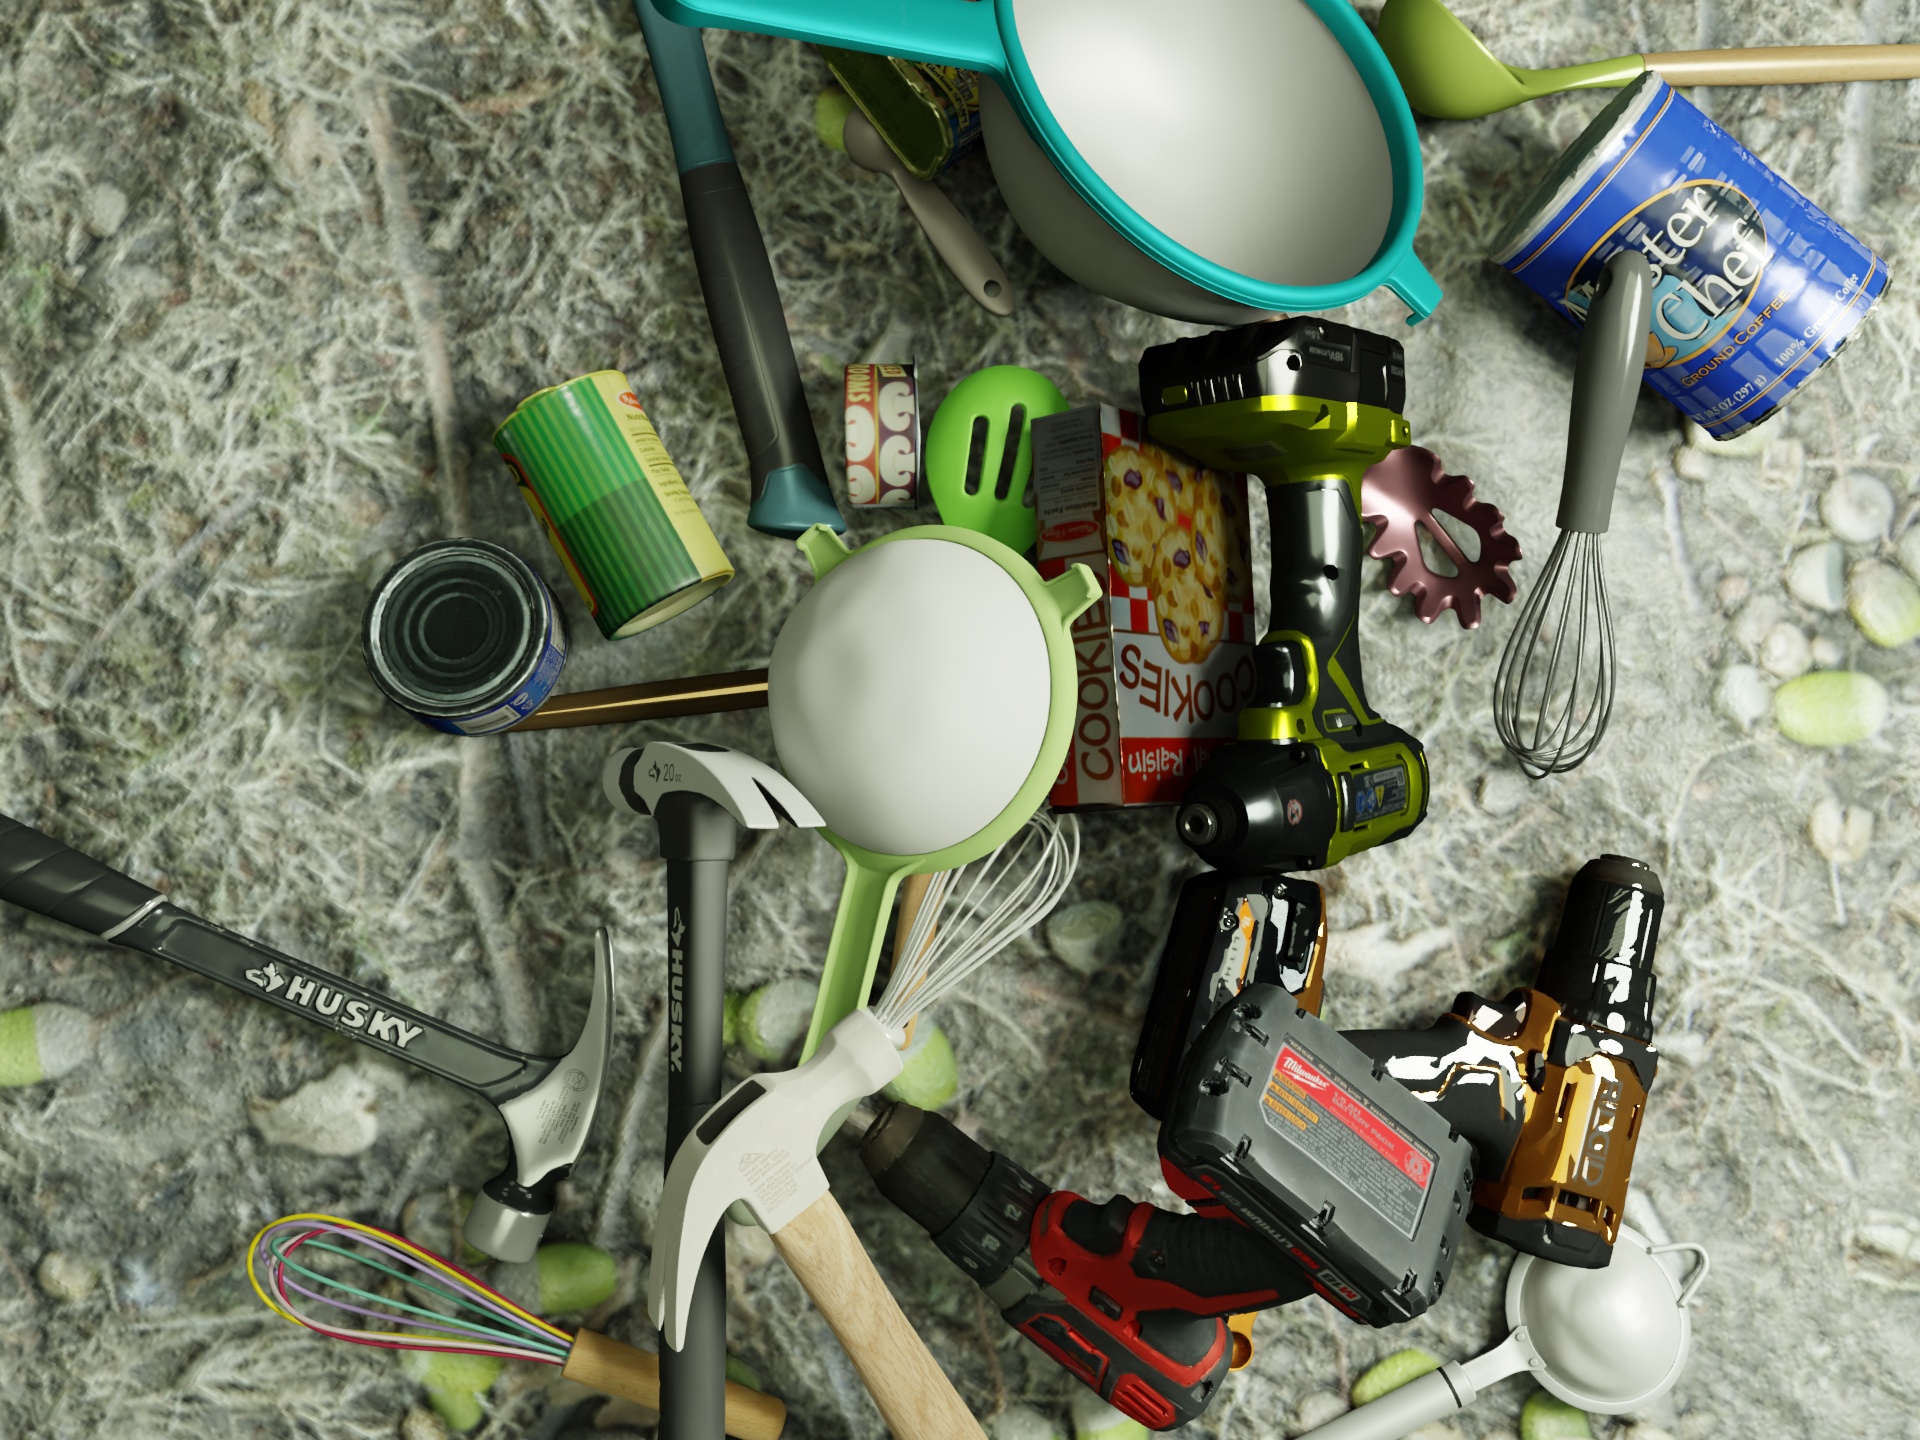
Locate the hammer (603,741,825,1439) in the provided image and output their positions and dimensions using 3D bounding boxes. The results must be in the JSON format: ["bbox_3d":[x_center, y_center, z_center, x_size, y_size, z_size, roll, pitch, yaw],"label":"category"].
[{"bbox_3d":[-0.109,0.176,0.666,0.035,0.146,0.335,2,88,-35],"label":"hammer"}]

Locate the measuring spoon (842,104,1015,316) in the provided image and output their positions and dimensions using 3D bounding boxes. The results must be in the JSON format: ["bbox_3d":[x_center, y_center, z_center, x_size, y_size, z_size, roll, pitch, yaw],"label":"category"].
[{"bbox_3d":[-0.012,-0.244,0.753,0.034,0.018,0.124,-36,89,-5],"label":"measuring spoon"}]

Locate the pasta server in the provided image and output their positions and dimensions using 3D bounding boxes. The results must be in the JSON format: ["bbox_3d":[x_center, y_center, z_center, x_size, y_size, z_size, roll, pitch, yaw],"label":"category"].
[{"bbox_3d":[0.154,-0.177,0.751,0.060,0.040,0.316,-38,88,22],"label":"pasta server"}]

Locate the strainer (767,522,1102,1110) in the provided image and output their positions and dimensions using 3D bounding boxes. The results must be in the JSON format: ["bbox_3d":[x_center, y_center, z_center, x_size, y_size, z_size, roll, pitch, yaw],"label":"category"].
[{"bbox_3d":[-0.045,0.038,0.655,0.151,0.069,0.256,13,89,31],"label":"strainer"}]

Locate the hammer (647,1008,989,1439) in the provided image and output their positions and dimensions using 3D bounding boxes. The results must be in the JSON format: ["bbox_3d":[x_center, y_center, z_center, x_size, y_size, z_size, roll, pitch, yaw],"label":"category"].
[{"bbox_3d":[-0.019,0.285,0.658,0.130,0.031,0.331,-35,111,-21],"label":"hammer"}]

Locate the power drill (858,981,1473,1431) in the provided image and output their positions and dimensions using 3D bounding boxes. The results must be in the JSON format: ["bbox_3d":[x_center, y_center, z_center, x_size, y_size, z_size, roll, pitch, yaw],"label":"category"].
[{"bbox_3d":[0.071,0.194,0.648,0.188,0.226,0.080,39,46,-1],"label":"power drill"}]

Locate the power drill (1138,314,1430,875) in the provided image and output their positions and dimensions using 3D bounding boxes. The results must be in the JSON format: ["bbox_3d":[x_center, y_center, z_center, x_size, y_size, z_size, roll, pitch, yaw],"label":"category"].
[{"bbox_3d":[0.138,-0.049,0.674,0.080,0.171,0.223,-3,92,38],"label":"power drill"}]

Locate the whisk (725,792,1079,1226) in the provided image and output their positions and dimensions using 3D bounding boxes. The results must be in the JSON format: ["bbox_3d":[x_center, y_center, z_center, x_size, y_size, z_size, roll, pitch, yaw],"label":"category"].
[{"bbox_3d":[-0.030,0.127,0.701,0.059,0.057,0.246,41,100,25],"label":"whisk"}]

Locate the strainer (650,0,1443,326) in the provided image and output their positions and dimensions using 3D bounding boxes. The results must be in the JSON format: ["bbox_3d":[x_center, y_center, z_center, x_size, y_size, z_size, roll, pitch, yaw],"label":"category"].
[{"bbox_3d":[0.031,-0.244,0.651,0.340,0.095,0.211,-1,71,-28],"label":"strainer"}]

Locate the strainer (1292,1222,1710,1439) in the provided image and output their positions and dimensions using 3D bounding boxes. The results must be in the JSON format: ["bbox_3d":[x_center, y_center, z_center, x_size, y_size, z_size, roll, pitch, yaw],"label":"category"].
[{"bbox_3d":[0.236,0.302,0.729,0.258,0.050,0.087,-26,73,-2],"label":"strainer"}]

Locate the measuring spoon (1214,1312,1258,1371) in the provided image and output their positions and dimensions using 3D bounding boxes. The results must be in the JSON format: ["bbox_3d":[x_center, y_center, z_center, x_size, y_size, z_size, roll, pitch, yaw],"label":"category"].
[{"bbox_3d":[0.139,0.244,0.742,0.021,0.011,0.117,17,82,-2],"label":"measuring spoon"}]

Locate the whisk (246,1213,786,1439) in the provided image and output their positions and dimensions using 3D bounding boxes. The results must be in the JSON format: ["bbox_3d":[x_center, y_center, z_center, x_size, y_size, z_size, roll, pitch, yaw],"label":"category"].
[{"bbox_3d":[-0.194,0.274,0.702,0.245,0.051,0.047,23,69,-8],"label":"whisk"}]

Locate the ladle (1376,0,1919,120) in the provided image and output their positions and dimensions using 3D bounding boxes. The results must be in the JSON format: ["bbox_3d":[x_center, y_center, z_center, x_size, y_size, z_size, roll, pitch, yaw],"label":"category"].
[{"bbox_3d":[0.354,-0.326,0.765,0.320,0.078,0.062,-5,130,-8],"label":"ladle"}]

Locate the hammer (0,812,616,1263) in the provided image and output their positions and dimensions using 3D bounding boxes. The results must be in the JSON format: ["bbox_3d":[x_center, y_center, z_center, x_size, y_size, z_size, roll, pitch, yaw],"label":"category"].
[{"bbox_3d":[-0.346,0.091,0.705,0.409,0.036,0.149,24,84,-2],"label":"hammer"}]

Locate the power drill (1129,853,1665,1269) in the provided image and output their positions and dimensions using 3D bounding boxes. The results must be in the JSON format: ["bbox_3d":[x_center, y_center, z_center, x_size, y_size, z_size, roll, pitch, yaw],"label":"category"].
[{"bbox_3d":[0.209,0.128,0.719,0.226,0.084,0.185,18,83,-6],"label":"power drill"}]

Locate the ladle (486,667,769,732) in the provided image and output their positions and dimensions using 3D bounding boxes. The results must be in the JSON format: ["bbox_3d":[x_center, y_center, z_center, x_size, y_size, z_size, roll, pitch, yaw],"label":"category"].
[{"bbox_3d":[-0.064,-0.020,0.735,0.315,0.031,0.069,-7,88,-2],"label":"ladle"}]

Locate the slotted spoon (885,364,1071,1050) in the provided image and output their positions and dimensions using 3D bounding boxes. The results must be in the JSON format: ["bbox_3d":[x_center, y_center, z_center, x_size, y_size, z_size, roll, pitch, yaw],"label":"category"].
[{"bbox_3d":[-0.001,-0.002,0.712,0.070,0.031,0.313,9,97,-8],"label":"slotted spoon"}]

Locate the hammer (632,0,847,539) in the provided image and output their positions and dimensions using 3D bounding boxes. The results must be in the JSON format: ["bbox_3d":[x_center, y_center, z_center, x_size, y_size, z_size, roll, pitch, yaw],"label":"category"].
[{"bbox_3d":[-0.115,-0.241,0.740,0.128,0.033,0.331,-15,88,-3],"label":"hammer"}]

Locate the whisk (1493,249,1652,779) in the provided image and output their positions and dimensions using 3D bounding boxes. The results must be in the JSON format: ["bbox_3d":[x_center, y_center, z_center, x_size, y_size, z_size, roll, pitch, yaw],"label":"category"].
[{"bbox_3d":[0.280,-0.088,0.715,0.055,0.055,0.239,3,106,-4],"label":"whisk"}]
